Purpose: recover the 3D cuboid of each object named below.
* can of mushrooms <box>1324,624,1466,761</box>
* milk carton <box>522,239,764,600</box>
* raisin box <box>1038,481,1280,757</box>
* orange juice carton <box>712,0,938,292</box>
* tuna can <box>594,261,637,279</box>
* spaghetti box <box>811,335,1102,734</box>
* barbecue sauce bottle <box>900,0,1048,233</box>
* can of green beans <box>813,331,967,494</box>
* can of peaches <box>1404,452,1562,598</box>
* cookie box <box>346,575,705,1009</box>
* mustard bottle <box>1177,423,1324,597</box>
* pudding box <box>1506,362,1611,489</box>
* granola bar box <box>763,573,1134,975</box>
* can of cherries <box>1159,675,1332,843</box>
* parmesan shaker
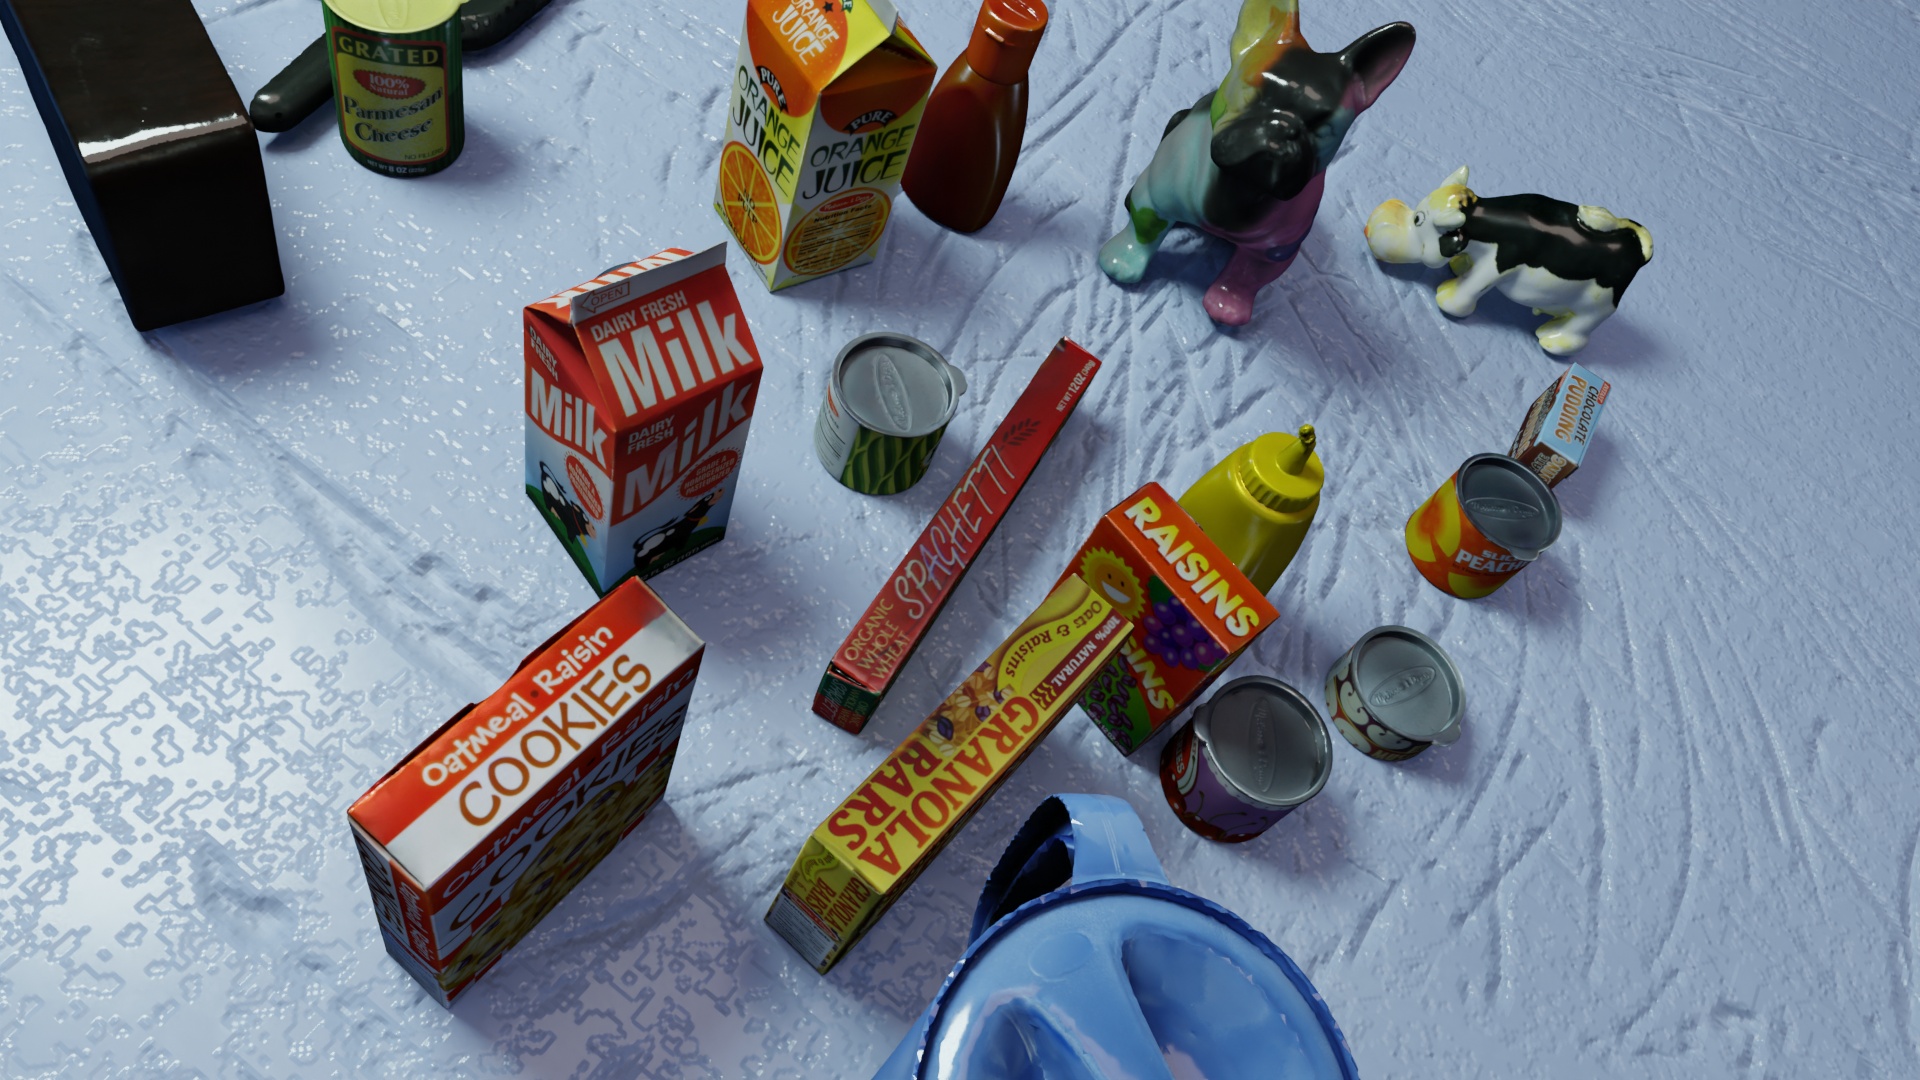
[{"bbox_3d":[0.231,0.083,0.737,0.071,0.033,0.071,8,58,-13],"label":"can of mushrooms"},{"bbox_3d":[-0.142,-0.057,0.608,0.072,0.189,0.073,-30,73,-30],"label":"milk carton"},{"bbox_3d":[0.087,0.040,0.663,0.040,0.122,0.086,-32,74,-30],"label":"raisin box"},{"bbox_3d":[-0.072,-0.226,0.731,0.073,0.191,0.072,-24,70,-28],"label":"orange juice carton"},{"bbox_3d":[-0.167,-0.111,0.728,0.071,0.032,0.071,8,58,-13],"label":"tuna can"},{"bbox_3d":[0.003,-0.009,0.710,0.029,0.050,0.251,32,56,3],"label":"spaghetti box"},{"bbox_3d":[0.010,-0.247,0.797,0.065,0.147,0.044,37,56,6],"label":"barbecue sauce bottle"},{"bbox_3d":[-0.040,-0.065,0.726,0.071,0.057,0.071,8,58,-13],"label":"can of green beans"},{"bbox_3d":[0.299,-0.006,0.798,0.071,0.057,0.071,8,58,-13],"label":"can of peaches"},{"bbox_3d":[-0.161,0.098,0.522,0.040,0.166,0.123,40,57,8],"label":"cookie box"},{"bbox_3d":[0.141,-0.010,0.689,0.049,0.159,0.065,-25,70,-28],"label":"mustard bottle"},{"bbox_3d":[0.369,-0.066,0.862,0.030,0.049,0.084,35,56,5],"label":"pudding box"},{"bbox_3d":[-0.005,0.101,0.596,0.039,0.123,0.166,42,57,9],"label":"granola bar box"},{"bbox_3d":[0.136,0.106,0.677,0.071,0.058,0.072,8,58,-13],"label":"can of cherries"},{"bbox_3d":[-0.292,-0.249,0.729,0.071,0.102,0.071,8,58,-13],"label":"parmesan shaker"}]
